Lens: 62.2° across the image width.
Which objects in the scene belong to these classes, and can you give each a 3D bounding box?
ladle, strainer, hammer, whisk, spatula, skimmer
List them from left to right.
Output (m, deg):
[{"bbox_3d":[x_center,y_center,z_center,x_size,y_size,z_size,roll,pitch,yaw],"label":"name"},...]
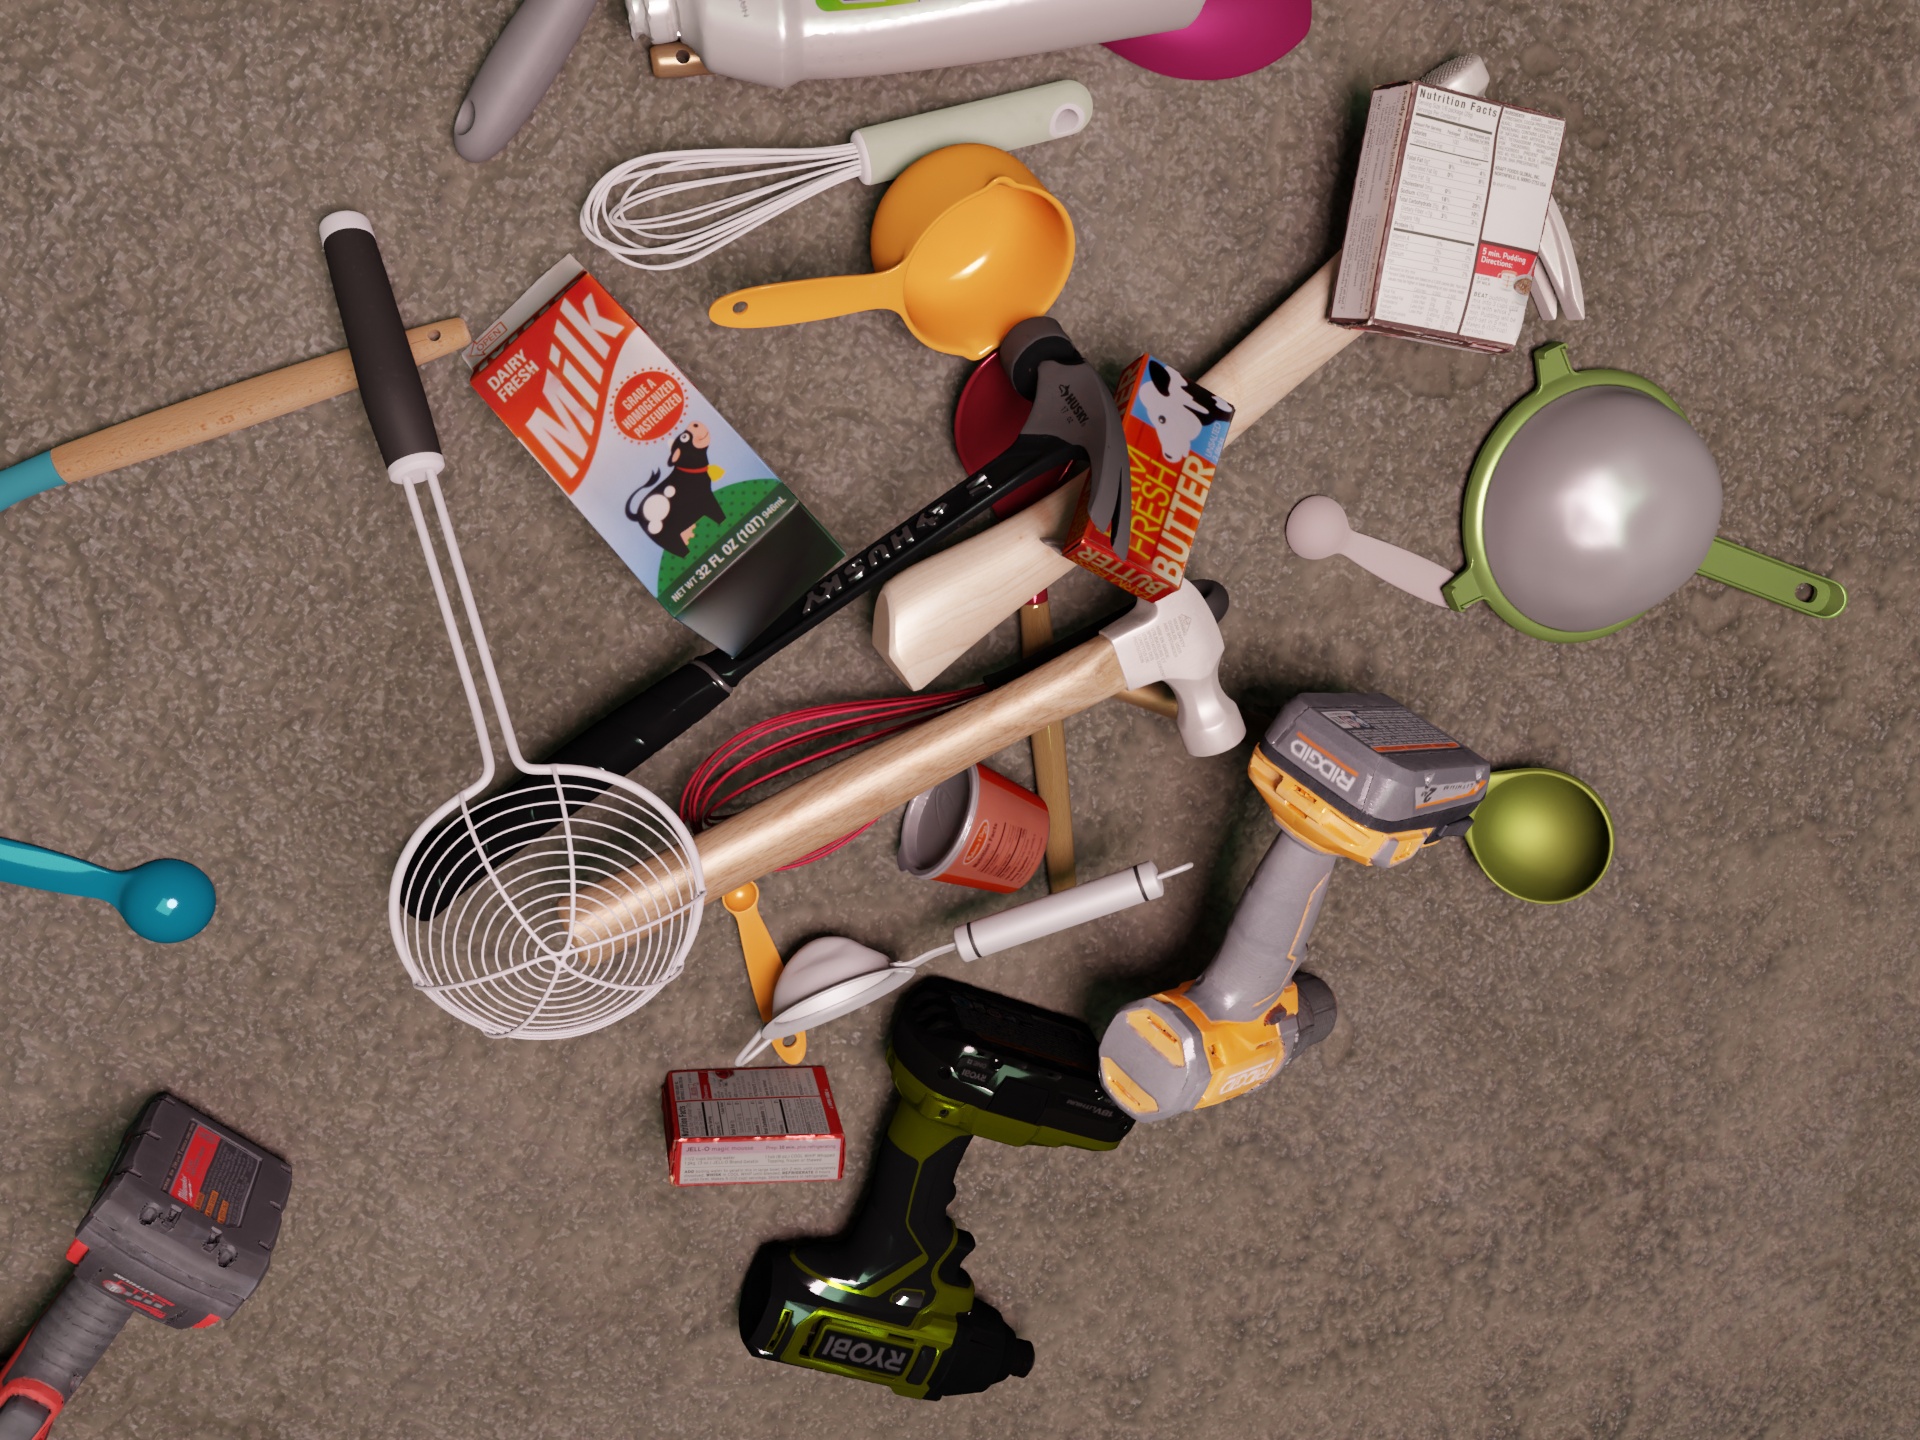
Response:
[{"bbox_3d":[-0.367,-0.119,0.687,0.317,0.044,0.082,-22,90,-8],"label":"spatula"},{"bbox_3d":[-0.213,-0.043,0.686,0.127,0.090,0.363,-18,78,-10],"label":"skimmer"},{"bbox_3d":[-0.150,-0.343,0.677,0.055,0.055,0.239,33,101,-20],"label":"whisk"},{"bbox_3d":[-0.098,-0.026,0.730,0.409,0.149,0.036,-34,132,11],"label":"hammer"},{"bbox_3d":[-0.053,-0.256,0.727,0.246,0.059,0.057,-18,146,-12],"label":"whisk"},{"bbox_3d":[-0.029,0.021,0.734,0.331,0.031,0.130,-26,112,-9],"label":"hammer"},{"bbox_3d":[-0.004,0.114,0.815,0.258,0.086,0.050,-20,74,9],"label":"strainer"},{"bbox_3d":[-0.001,-0.003,0.784,0.296,0.073,0.073,-24,110,-4],"label":"whisk"},{"bbox_3d":[0.042,-0.037,0.821,0.069,0.031,0.315,-10,110,-11],"label":"ladle"},{"bbox_3d":[0.131,-0.147,0.783,0.410,0.038,0.146,-39,112,-7],"label":"hammer"},{"bbox_3d":[0.213,0.027,0.866,0.320,0.062,0.078,18,115,-15],"label":"ladle"},{"bbox_3d":[0.399,-0.095,0.866,0.256,0.069,0.151,16,100,-17],"label":"strainer"}]

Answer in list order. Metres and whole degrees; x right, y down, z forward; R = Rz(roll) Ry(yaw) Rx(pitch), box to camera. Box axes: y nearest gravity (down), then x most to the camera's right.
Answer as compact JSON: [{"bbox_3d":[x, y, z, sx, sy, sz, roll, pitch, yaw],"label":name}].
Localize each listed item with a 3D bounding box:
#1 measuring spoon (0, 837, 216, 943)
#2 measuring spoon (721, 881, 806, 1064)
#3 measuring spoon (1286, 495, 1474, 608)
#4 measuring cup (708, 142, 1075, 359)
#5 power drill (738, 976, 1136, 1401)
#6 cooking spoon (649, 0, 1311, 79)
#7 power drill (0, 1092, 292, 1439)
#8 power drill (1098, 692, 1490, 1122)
[{"bbox_3d":[-0.417,0.076,0.742,0.128,0.021,0.042,18,101,-19],"label":"measuring spoon"},{"bbox_3d":[-0.104,0.133,0.844,0.021,0.011,0.116,-22,113,-17],"label":"measuring spoon"},{"bbox_3d":[0.231,-0.086,0.856,0.124,0.018,0.034,21,100,-19],"label":"measuring spoon"},{"bbox_3d":[-0.036,-0.209,0.716,0.173,0.052,0.095,-14,143,-19],"label":"measuring cup"},{"bbox_3d":[-0.002,0.267,0.873,0.171,0.080,0.223,21,104,-19],"label":"power drill"},{"bbox_3d":[0.016,-0.321,0.736,0.319,0.017,0.068,-11,106,-11],"label":"cooking spoon"},{"bbox_3d":[-0.416,0.305,0.725,0.080,0.188,0.226,39,90,-19],"label":"power drill"},{"bbox_3d":[0.179,0.099,0.821,0.185,0.084,0.226,-1,123,-50],"label":"power drill"}]
